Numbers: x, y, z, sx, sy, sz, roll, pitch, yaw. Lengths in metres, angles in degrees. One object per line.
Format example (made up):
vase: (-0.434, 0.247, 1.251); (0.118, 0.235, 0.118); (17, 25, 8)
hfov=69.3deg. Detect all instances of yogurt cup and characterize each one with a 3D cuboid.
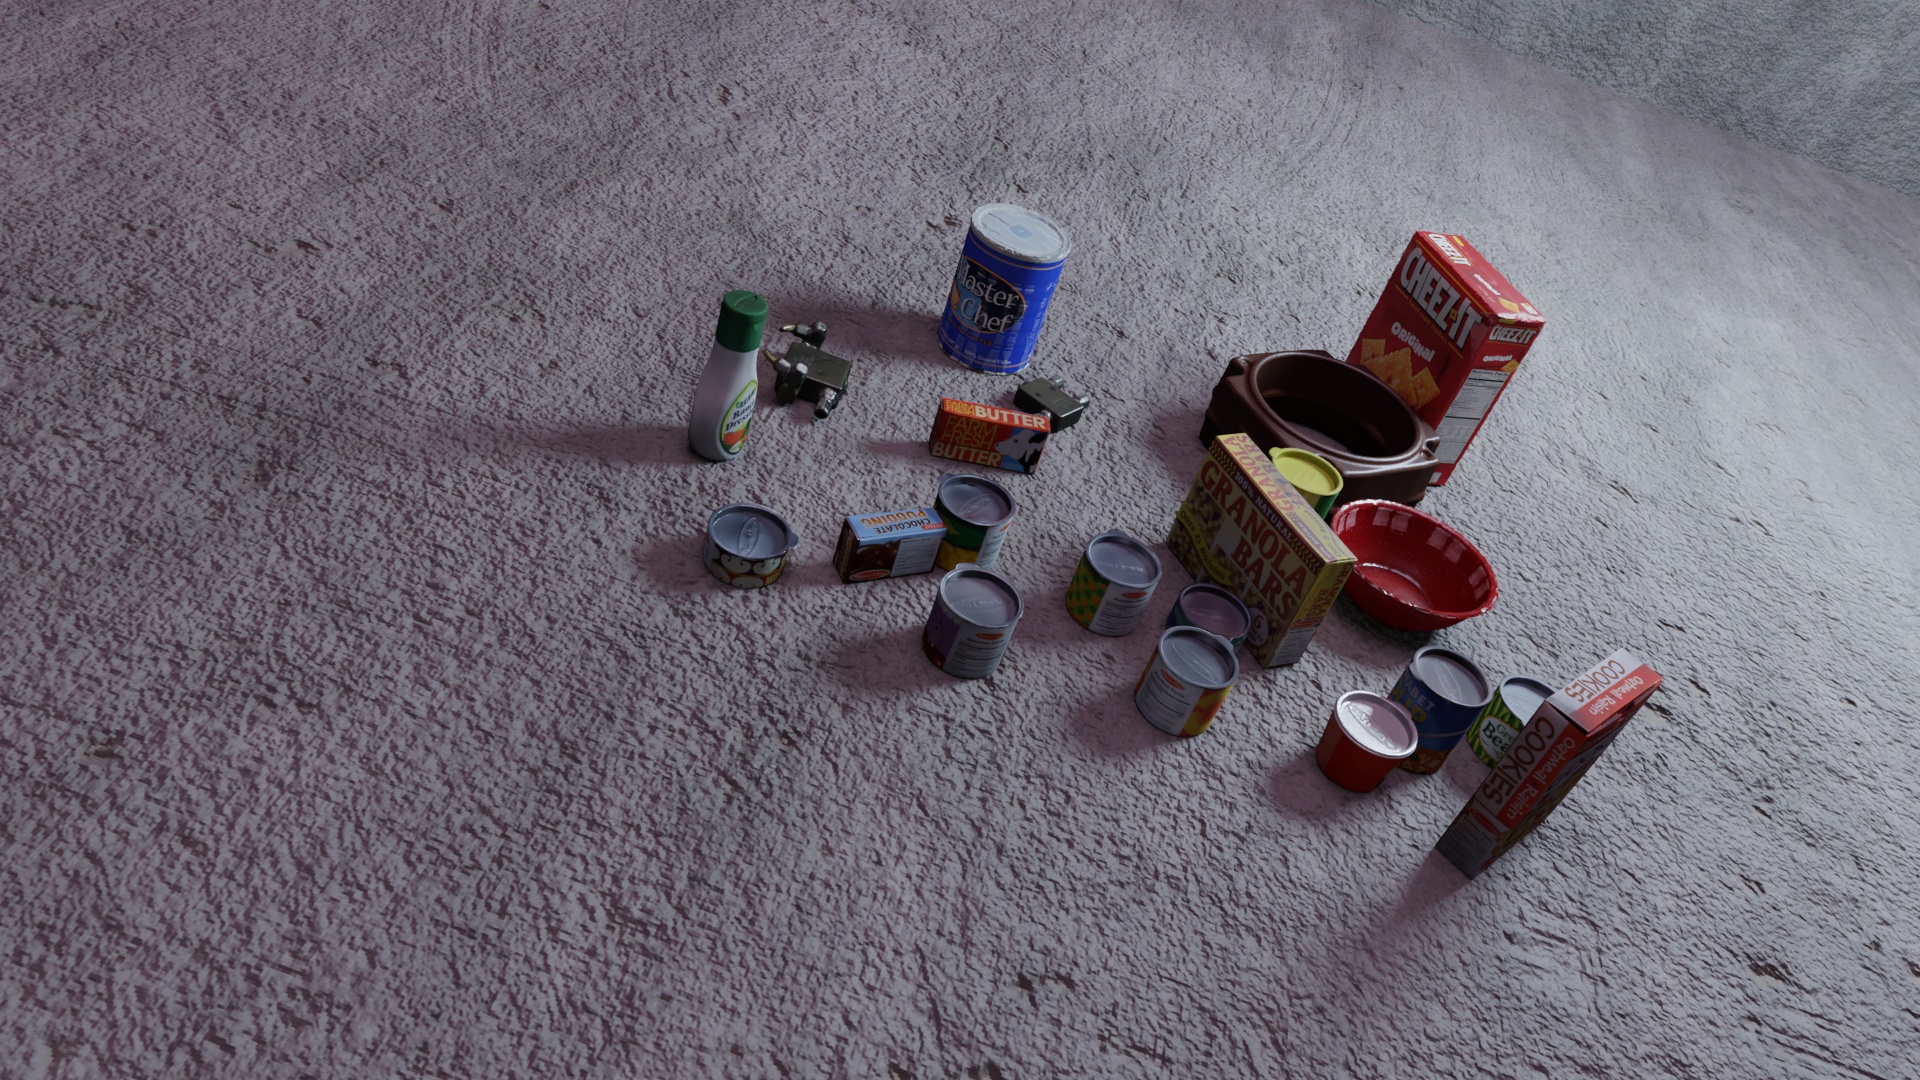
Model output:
yogurt cup: (0.313, 0.159, 1.083); (0.072, 0.053, 0.073); (12, 38, -10)

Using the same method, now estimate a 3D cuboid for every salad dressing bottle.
salad dressing bottle: (-0.191, -0.136, 1.151); (0.044, 0.146, 0.064); (29, 39, 12)

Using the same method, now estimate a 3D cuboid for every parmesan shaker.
parmesan shaker: (0.291, -0.025, 1.259); (0.071, 0.102, 0.072); (12, 38, -10)

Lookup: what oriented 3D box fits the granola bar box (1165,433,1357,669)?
granola bar box: (0.251, 0.007, 1.184); (0.039, 0.123, 0.166); (-6, 44, -29)

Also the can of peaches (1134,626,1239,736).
can of peaches: (0.177, 0.109, 1.082); (0.071, 0.057, 0.071); (12, 38, -10)

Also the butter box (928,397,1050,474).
butter box: (0.026, -0.096, 1.272); (0.103, 0.052, 0.024); (10, 38, -12)

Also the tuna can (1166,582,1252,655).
tuna can: (0.208, 0.071, 1.163); (0.071, 0.032, 0.071); (12, 38, -9)

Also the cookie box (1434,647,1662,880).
cookie box: (0.438, 0.167, 1.035); (0.123, 0.166, 0.040); (-19, 52, -39)

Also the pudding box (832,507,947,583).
pudding box: (-0.057, 0.003, 1.118); (0.084, 0.049, 0.030); (-8, 45, -31)

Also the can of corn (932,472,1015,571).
can of corn: (0.004, -0.015, 1.159); (0.071, 0.058, 0.071); (12, 38, -10)

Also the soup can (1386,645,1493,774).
soup can: (0.373, 0.136, 1.113); (0.071, 0.083, 0.072); (12, 38, -10)

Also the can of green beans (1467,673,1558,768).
can of green beans: (0.463, 0.154, 1.150); (0.071, 0.057, 0.071); (12, 38, -10)

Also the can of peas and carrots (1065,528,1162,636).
can of peas and carrots: (0.125, 0.035, 1.150); (0.071, 0.058, 0.071); (12, 38, -10)

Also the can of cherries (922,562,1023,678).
can of cherries: (0.008, 0.061, 1.068); (0.071, 0.058, 0.072); (12, 38, -10)

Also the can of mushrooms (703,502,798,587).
can of mushrooms: (-0.164, 0.004, 1.084); (0.071, 0.033, 0.071); (12, 38, -9)
